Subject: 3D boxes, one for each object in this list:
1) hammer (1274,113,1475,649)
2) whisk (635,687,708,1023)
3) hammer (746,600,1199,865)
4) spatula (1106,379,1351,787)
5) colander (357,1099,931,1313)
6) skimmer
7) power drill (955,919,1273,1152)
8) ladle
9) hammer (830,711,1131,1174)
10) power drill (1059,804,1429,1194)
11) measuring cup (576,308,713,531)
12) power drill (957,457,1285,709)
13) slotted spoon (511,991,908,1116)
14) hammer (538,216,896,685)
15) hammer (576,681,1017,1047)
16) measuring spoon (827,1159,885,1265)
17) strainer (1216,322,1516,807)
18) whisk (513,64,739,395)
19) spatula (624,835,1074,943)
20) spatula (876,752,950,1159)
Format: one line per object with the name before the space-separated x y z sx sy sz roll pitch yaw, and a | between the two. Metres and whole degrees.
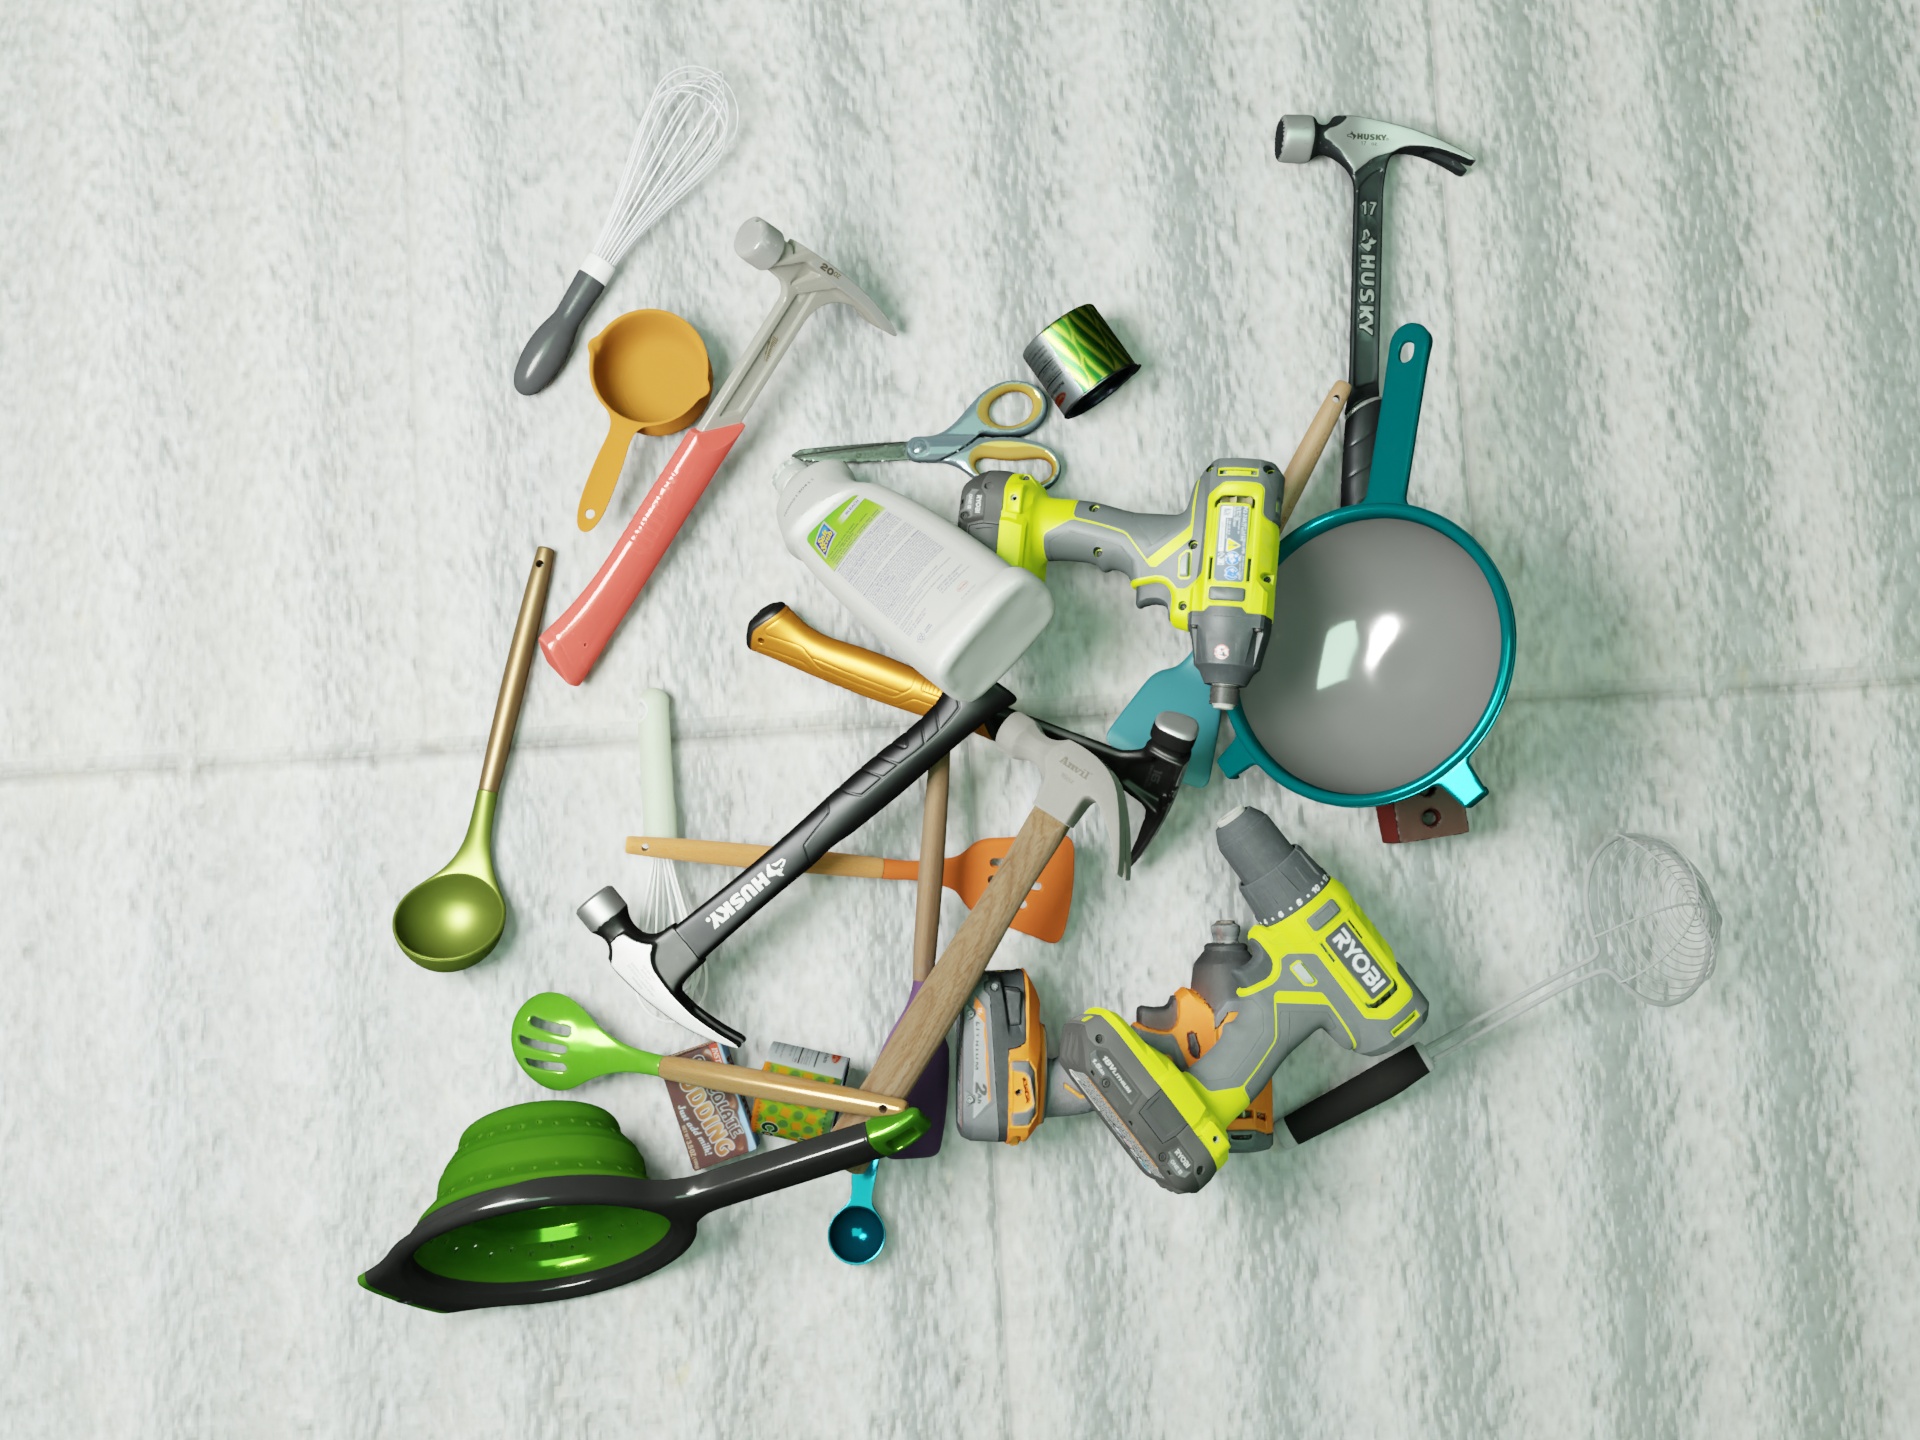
hammer | 0.310 -0.255 1.203 0.149 0.036 0.409 2 86 -2
whisk | -0.218 0.097 1.166 0.059 0.058 0.246 0 81 -35
hammer | -0.002 -0.004 1.162 0.337 0.034 0.127 22 123 8
spatula | 0.212 -0.107 1.173 0.082 0.044 0.317 27 94 5
colander | -0.213 0.298 1.085 0.397 0.204 0.095 -20 55 9
skimmer | 0.391 0.211 1.171 0.363 0.090 0.127 -31 89 7
power drill | 0.112 0.225 1.142 0.226 0.084 0.164 1 83 -4
ladle | -0.342 0.025 1.162 0.078 0.062 0.320 11 83 1
hammer | 0.006 0.164 1.090 0.130 0.031 0.331 32 91 27
power drill | 0.182 0.188 1.081 0.228 0.080 0.190 -37 89 -14
measuring cup | -0.243 -0.217 1.183 0.095 0.052 0.173 22 88 1
power drill | 0.112 -0.099 1.131 0.223 0.080 0.171 4 86 19
slotted spoon | -0.184 0.244 1.109 0.314 0.031 0.070 6 91 18
hammer | -0.192 -0.180 1.167 0.037 0.149 0.359 38 97 40
hammer | -0.096 0.083 1.108 0.335 0.035 0.146 -40 88 1
measuring spoon | -0.070 0.331 1.165 0.042 0.021 0.129 7 77 0
strainer | 0.307 -0.102 1.119 0.211 0.095 0.340 6 83 38
whisk | -0.255 -0.366 1.193 0.070 0.070 0.284 32 90 1
spatula | -0.079 0.106 1.151 0.322 0.041 0.081 6 95 -10
spatula | -0.027 0.161 1.140 0.059 0.018 0.316 4 94 -20
